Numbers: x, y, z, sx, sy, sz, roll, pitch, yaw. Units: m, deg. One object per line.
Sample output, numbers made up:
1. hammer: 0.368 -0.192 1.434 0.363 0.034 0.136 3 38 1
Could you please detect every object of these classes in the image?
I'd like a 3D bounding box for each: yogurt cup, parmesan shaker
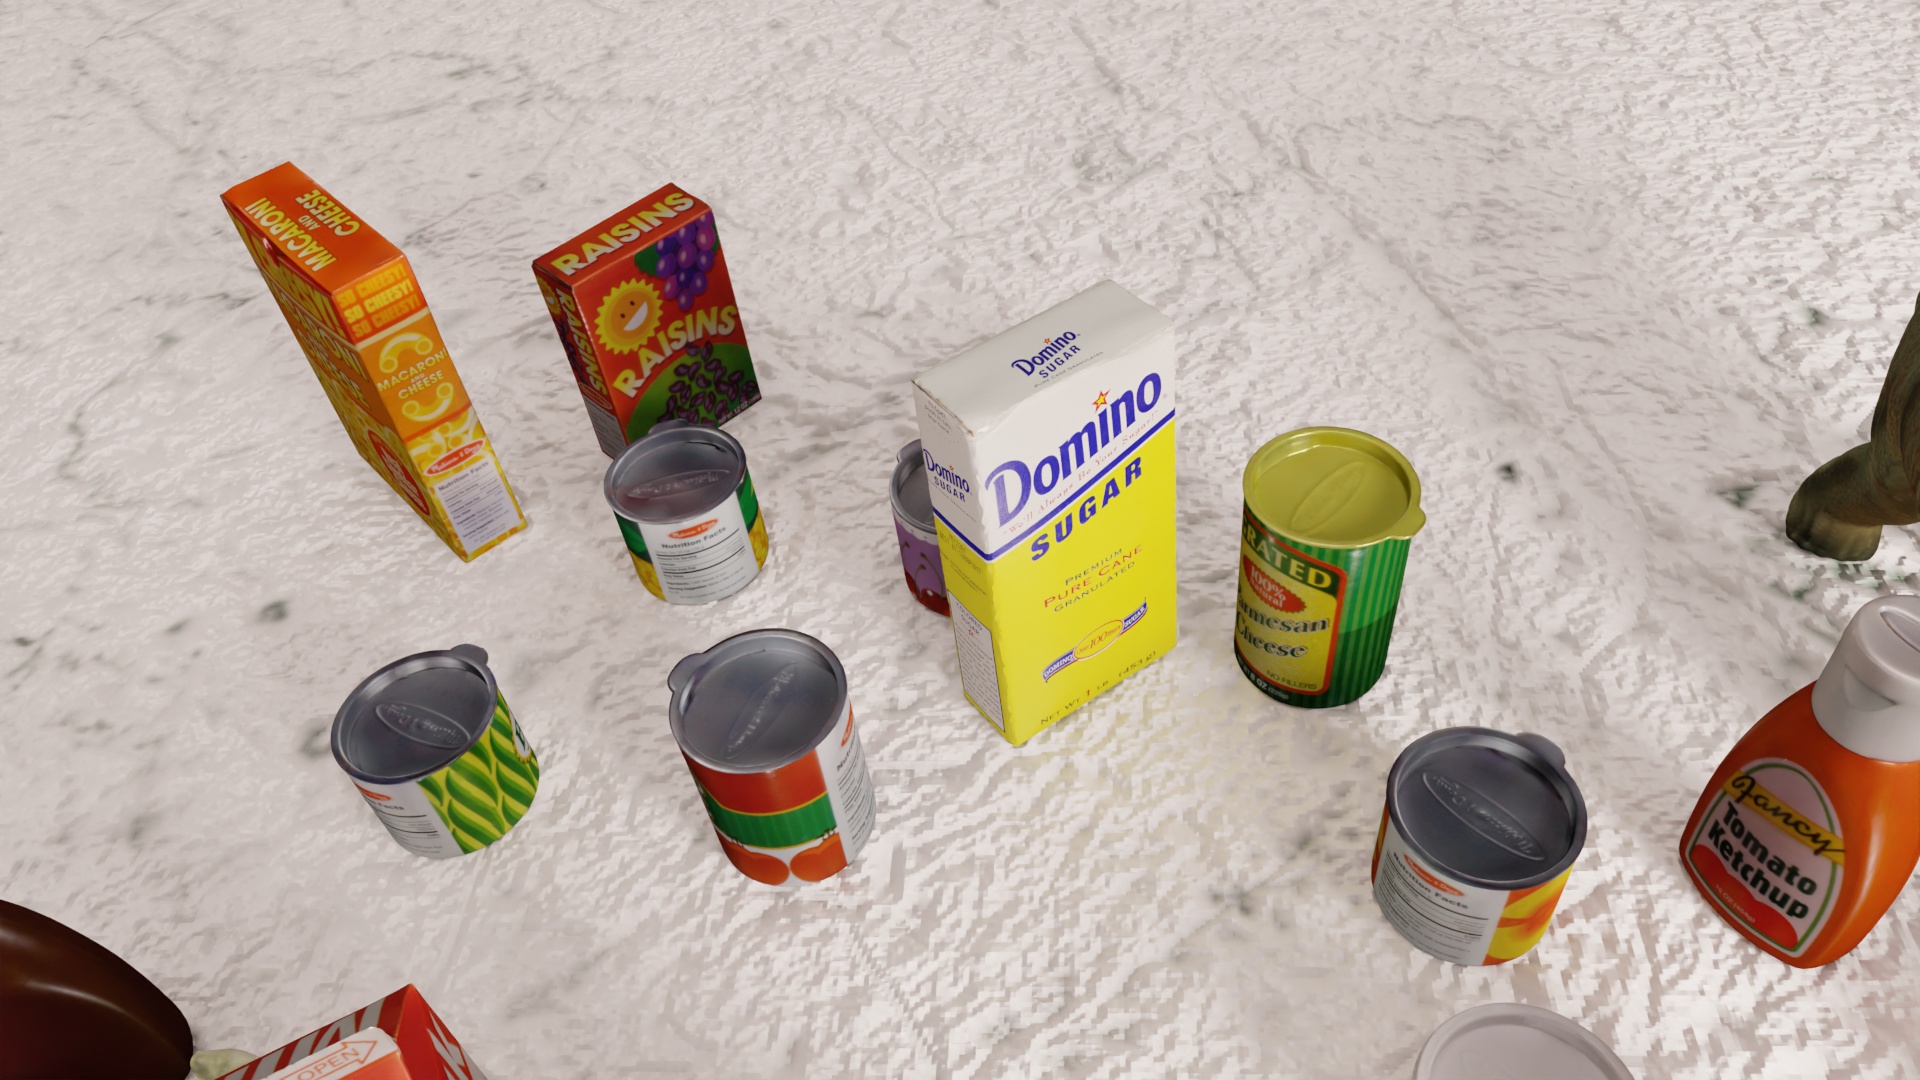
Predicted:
1. yogurt cup: 0.172 0.186 0.430 0.072 0.053 0.073 -4 46 4
2. parmesan shaker: 0.148 0.015 0.565 0.071 0.102 0.072 -4 46 4

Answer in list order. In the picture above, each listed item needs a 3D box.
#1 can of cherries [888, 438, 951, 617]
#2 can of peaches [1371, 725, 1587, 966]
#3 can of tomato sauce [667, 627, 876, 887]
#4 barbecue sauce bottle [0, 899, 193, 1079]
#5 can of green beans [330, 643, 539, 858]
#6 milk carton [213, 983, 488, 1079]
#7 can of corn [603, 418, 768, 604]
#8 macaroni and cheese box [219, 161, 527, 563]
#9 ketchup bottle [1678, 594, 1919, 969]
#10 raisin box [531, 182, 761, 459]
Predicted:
1. can of cherries: 0.002 -0.008 0.637 0.071 0.058 0.072 -4 46 4
2. can of peaches: 0.186 0.109 0.500 0.071 0.057 0.071 -4 46 4
3. can of tomato sauce: -0.072 0.085 0.540 0.071 0.082 0.071 -4 46 4
4. barbecue sauce bottle: -0.322 0.152 0.463 0.065 0.147 0.044 -26 49 -17
5. can of green beans: -0.215 0.088 0.573 0.071 0.057 0.071 -4 46 4
6. milk carton: -0.156 0.189 0.376 0.072 0.189 0.074 -25 48 -16
7. can of corn: -0.129 -0.014 0.660 0.071 0.058 0.071 -4 46 4
8. macaroni and cheese box: -0.282 -0.083 0.672 0.040 0.165 0.124 -37 52 -25
9. ketchup bottle: 0.286 0.078 0.453 0.043 0.148 0.065 -24 48 -15
10. raisin box: -0.156 -0.106 0.707 0.086 0.122 0.040 -38 53 -26
